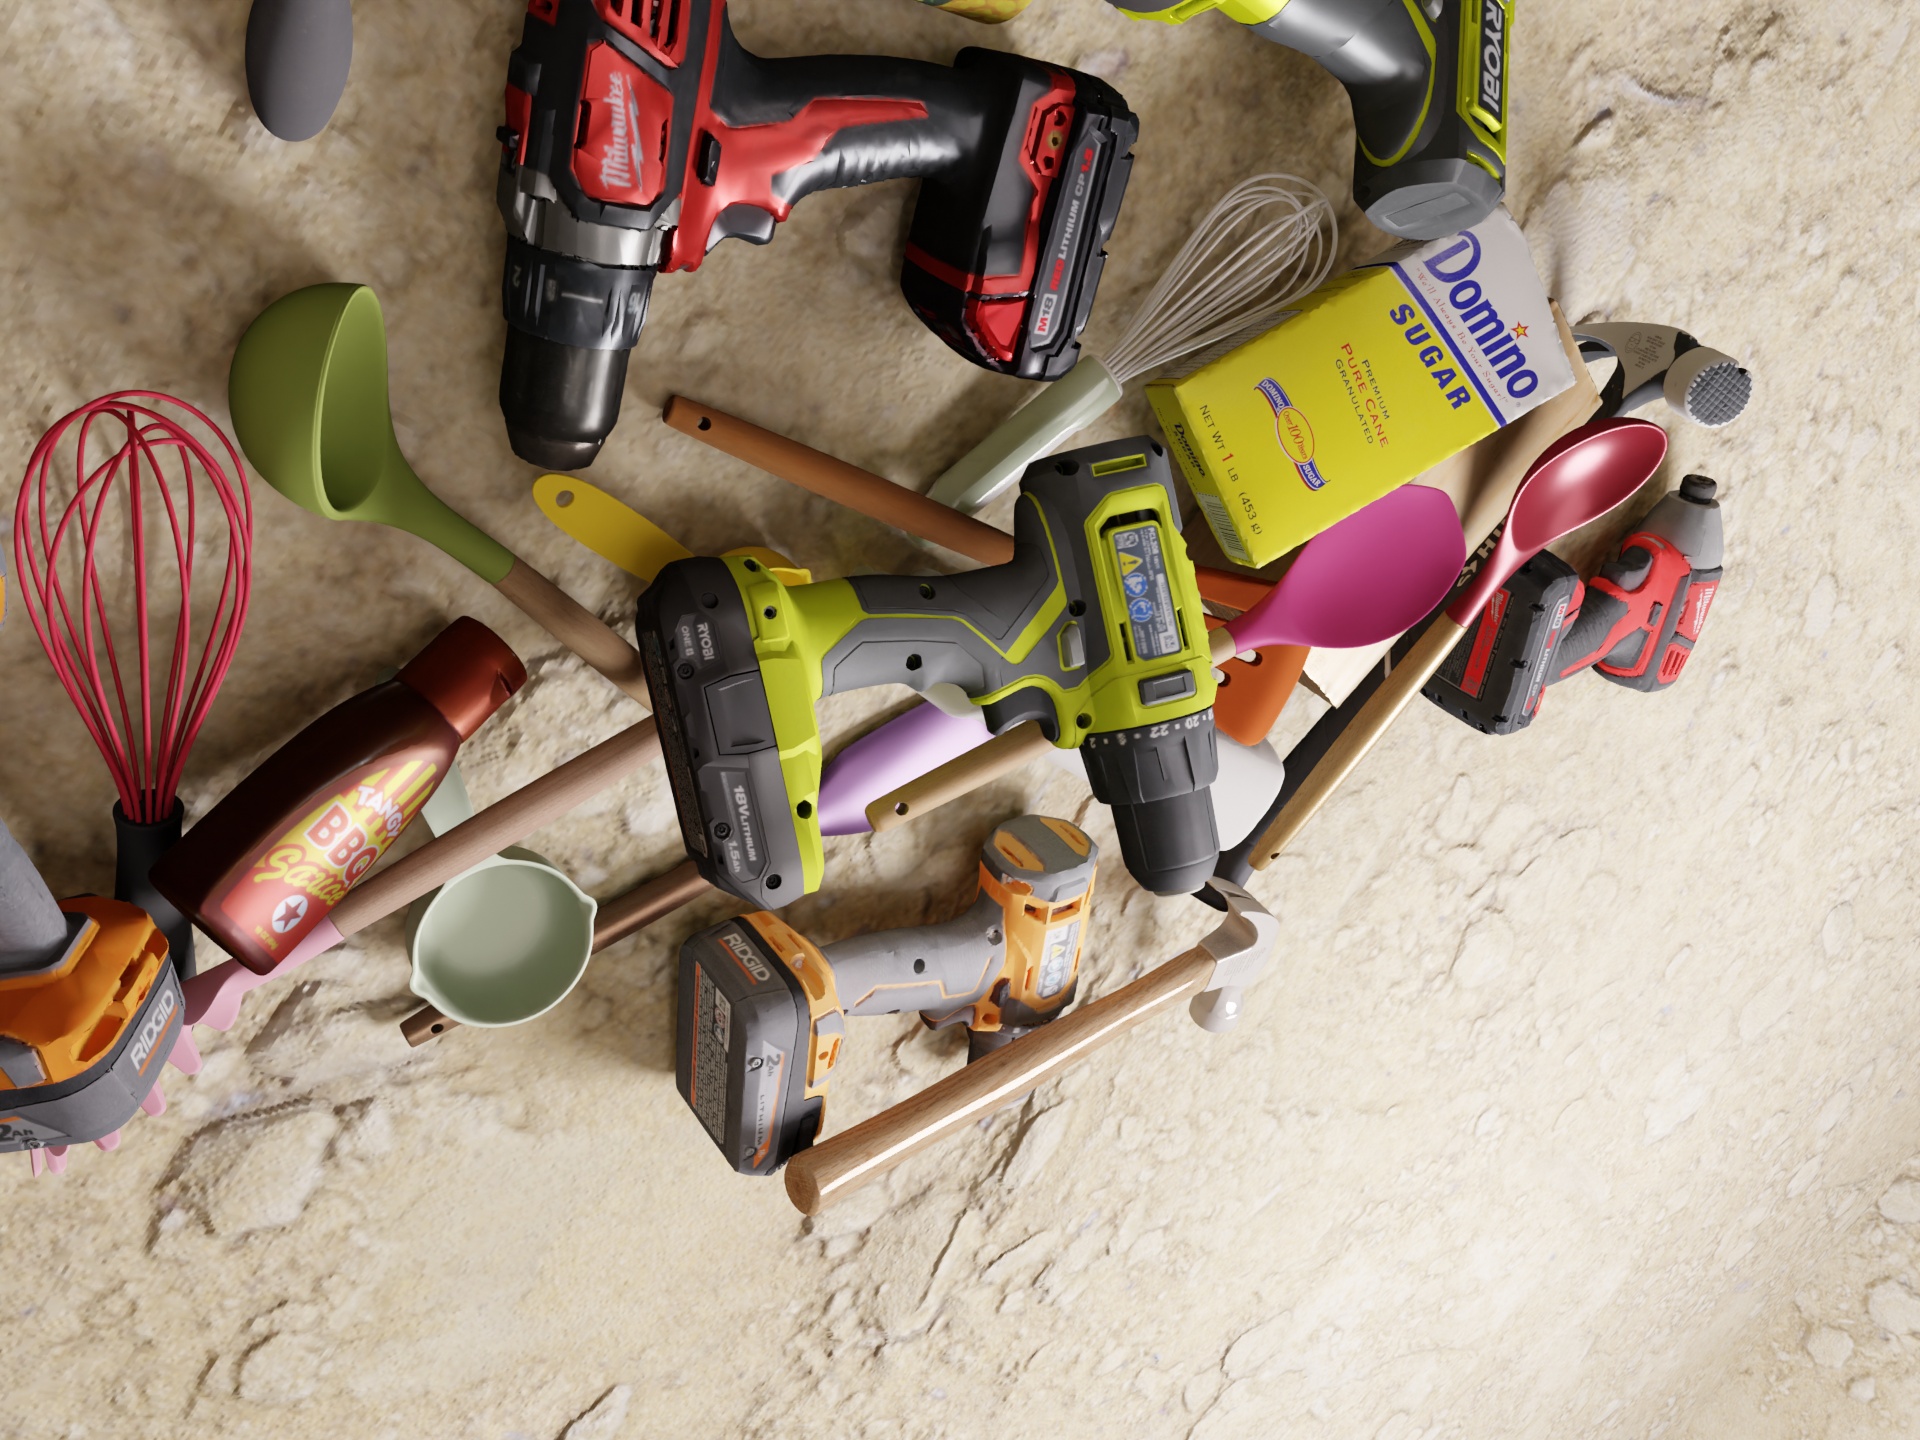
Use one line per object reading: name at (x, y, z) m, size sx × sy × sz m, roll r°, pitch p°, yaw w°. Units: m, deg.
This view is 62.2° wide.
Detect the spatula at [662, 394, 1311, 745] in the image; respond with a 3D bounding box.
spatula at (0.021, -0.074, 0.700) m, size 0.322 × 0.041 × 0.081 m, roll 20°, pitch 99°, yaw -28°

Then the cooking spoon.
cooking spoon at (0.099, -0.026, 0.721) m, size 0.319 × 0.017 × 0.068 m, roll -26°, pitch 106°, yaw -14°

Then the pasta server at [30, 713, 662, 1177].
pasta server at (-0.219, 0.072, 0.630) m, size 0.316 × 0.040 × 0.060 m, roll -32°, pitch 174°, yaw -15°

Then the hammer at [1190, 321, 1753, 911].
hammer at (0.254, -0.049, 0.891) m, size 0.036 × 0.149 × 0.409 m, roll 30°, pitch 110°, yaw -20°

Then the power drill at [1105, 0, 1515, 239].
power drill at (0.142, -0.311, 0.624) m, size 0.223 × 0.080 × 0.171 m, roll 14°, pitch 77°, yaw -41°

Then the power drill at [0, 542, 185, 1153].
power drill at (-0.359, 0.034, 0.498) m, size 0.164 × 0.084 × 0.226 m, roll -7°, pitch 121°, yaw 0°

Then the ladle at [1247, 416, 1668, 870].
ladle at (0.243, -0.032, 0.825) m, size 0.069 × 0.031 × 0.315 m, roll 11°, pitch 126°, yaw -34°

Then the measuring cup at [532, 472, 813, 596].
measuring cup at (-0.119, -0.066, 0.648) m, size 0.062 × 0.029 × 0.156 m, roll -49°, pitch 140°, yaw 6°

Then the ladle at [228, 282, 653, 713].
ladle at (-0.154, -0.048, 0.627) m, size 0.062 × 0.078 × 0.319 m, roll -11°, pitch 146°, yaw 26°

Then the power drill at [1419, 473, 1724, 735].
power drill at (0.390, -0.075, 0.987) m, size 0.219 × 0.079 × 0.143 m, roll -13°, pitch 125°, yaw -32°

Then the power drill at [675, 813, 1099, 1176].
power drill at (-0.032, 0.158, 0.838) m, size 0.226 × 0.084 × 0.185 m, roll -16°, pitch 129°, yaw -33°

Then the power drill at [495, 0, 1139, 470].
power drill at (-0.061, -0.178, 0.593) m, size 0.226 × 0.080 × 0.187 m, roll 0°, pitch 118°, yaw -32°

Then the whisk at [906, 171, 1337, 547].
whisk at (0.072, -0.161, 0.722) m, size 0.246 × 0.058 × 0.059 m, roll -40°, pitch 100°, yaw -1°

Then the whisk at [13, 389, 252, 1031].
whisk at (-0.293, 0.016, 0.571) m, size 0.073 × 0.073 × 0.295 m, roll -7°, pitch 129°, yaw -32°

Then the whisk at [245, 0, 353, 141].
whisk at (-0.155, -0.250, 0.403) m, size 0.070 × 0.070 × 0.284 m, roll -8°, pitch 159°, yaw -31°

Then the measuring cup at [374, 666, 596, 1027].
measuring cup at (-0.213, 0.050, 0.671) m, size 0.083 × 0.038 × 0.167 m, roll -25°, pitch 114°, yaw -21°

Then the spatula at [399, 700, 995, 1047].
spatula at (-0.115, 0.071, 0.758) m, size 0.316 × 0.018 × 0.059 m, roll -28°, pitch 126°, yaw -19°

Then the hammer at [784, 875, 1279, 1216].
hammer at (0.051, 0.173, 0.848) m, size 0.331 × 0.031 × 0.130 m, roll -20°, pitch 139°, yaw -35°

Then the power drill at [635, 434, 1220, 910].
power drill at (-0.001, -0.002, 0.644) m, size 0.228 × 0.080 × 0.190 m, roll -14°, pitch 95°, yaw -18°
